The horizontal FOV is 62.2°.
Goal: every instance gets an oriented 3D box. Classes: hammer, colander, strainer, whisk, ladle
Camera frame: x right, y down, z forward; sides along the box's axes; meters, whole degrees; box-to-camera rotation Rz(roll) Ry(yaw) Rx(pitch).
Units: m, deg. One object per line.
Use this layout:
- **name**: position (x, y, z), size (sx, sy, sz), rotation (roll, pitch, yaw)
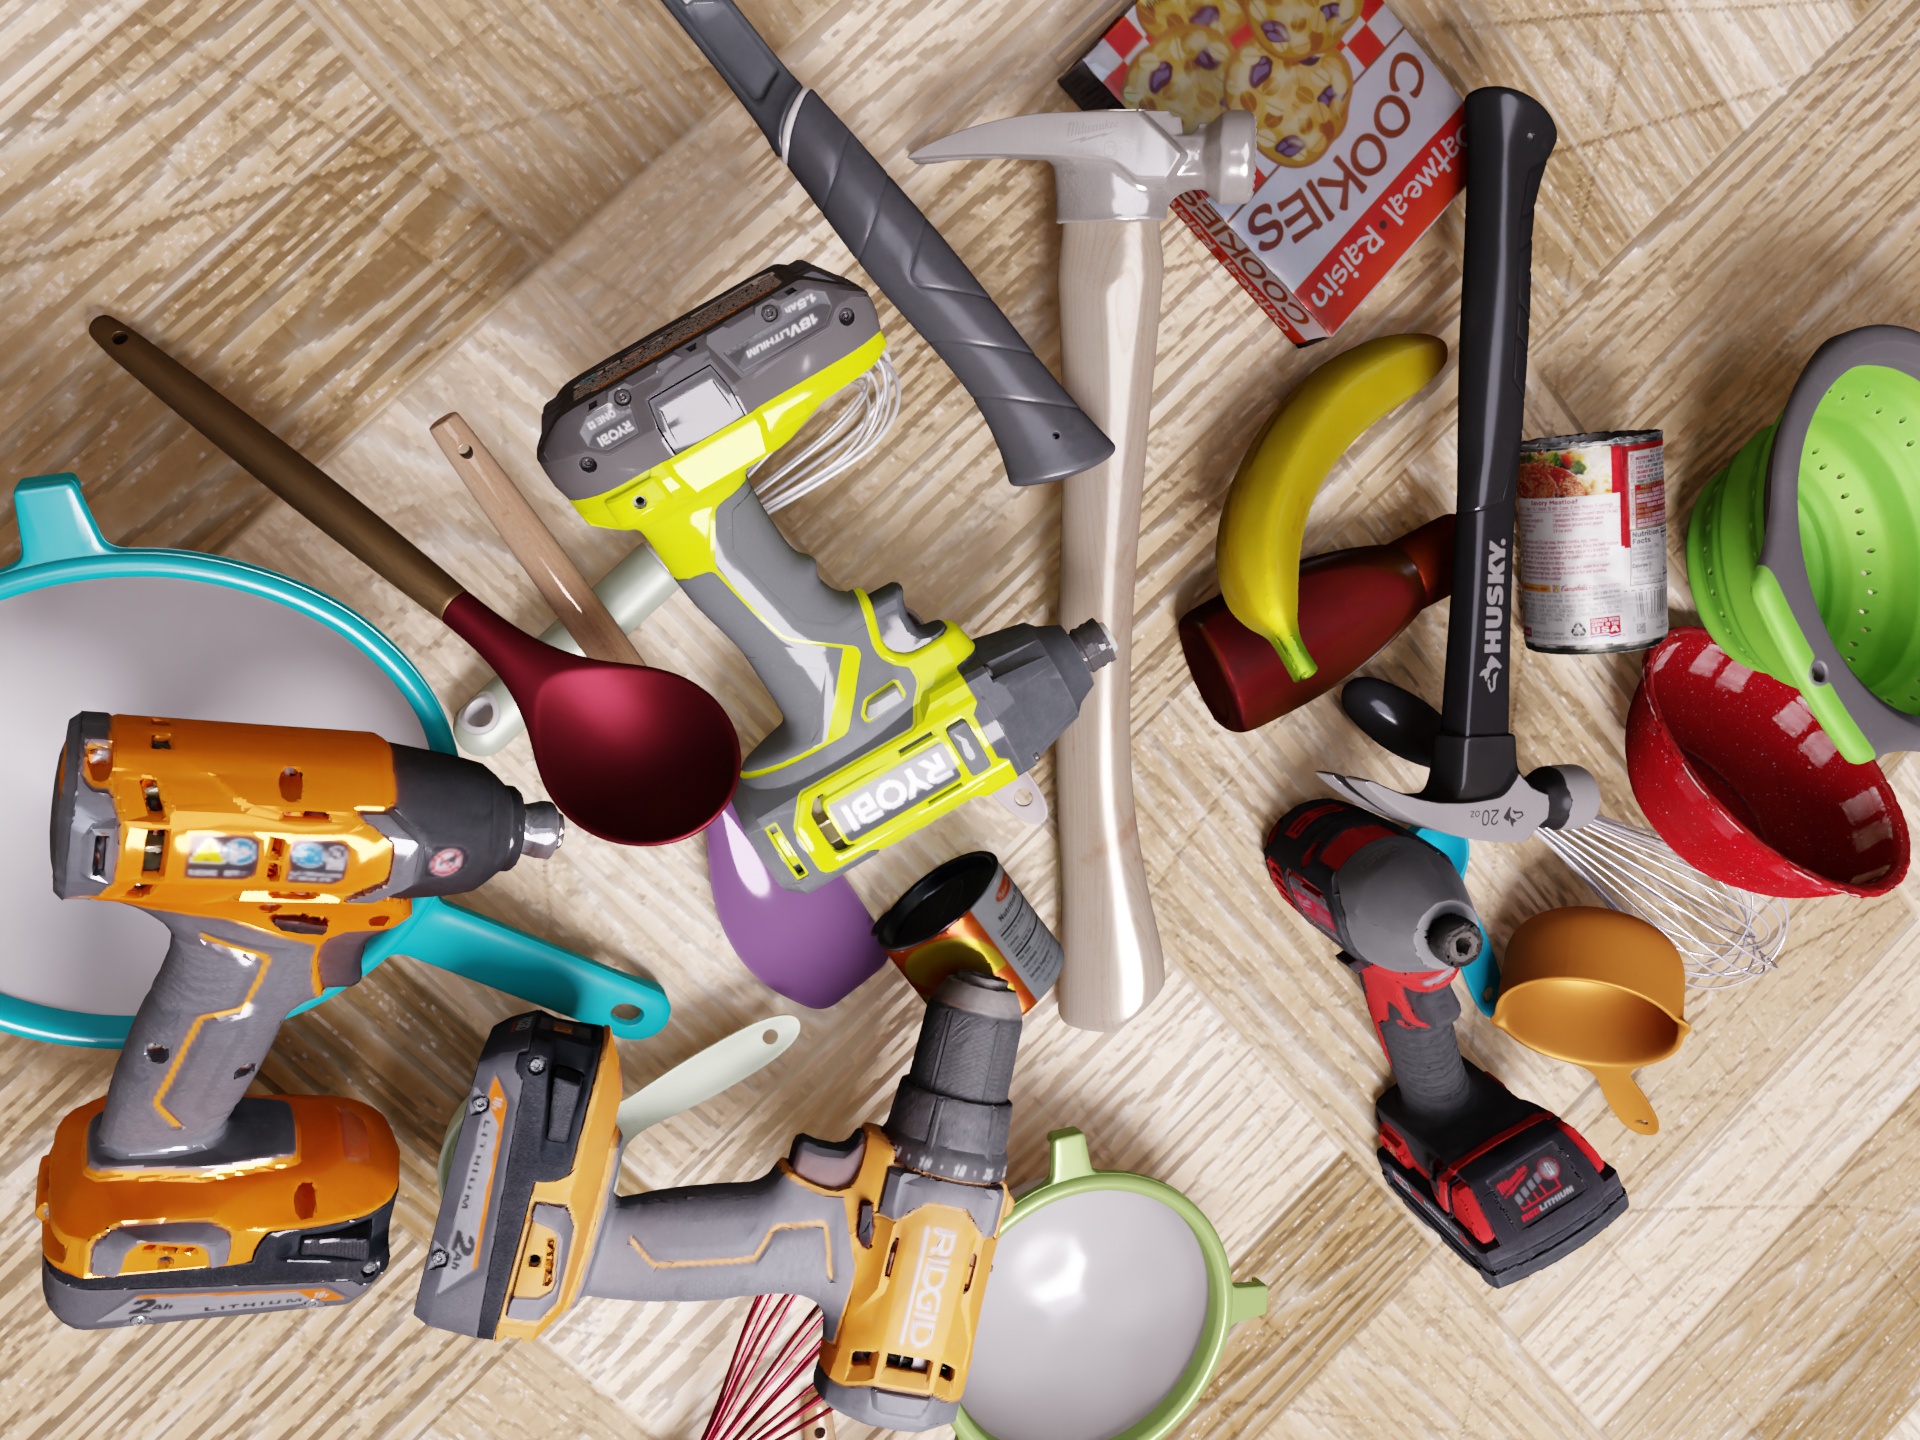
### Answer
- **hammer**: position (0.052, -0.056, 0.716), size (0.146, 0.038, 0.410), rotation (1, 103, 7)
- **hammer**: position (-0.076, -0.258, 0.638), size (0.149, 0.036, 0.409), rotation (-42, 100, -7)
- **colander**: position (0.486, -0.132, 0.819), size (0.397, 0.094, 0.204), rotation (-41, 104, -25)
- **strainer**: position (-0.259, 0.042, 0.637), size (0.340, 0.095, 0.211), rotation (33, 103, -38)
- **whisk**: position (0.306, 0.056, 0.806), size (0.284, 0.070, 0.070), rotation (31, 89, -12)
- **hammer**: position (0.233, -0.111, 0.717), size (0.146, 0.035, 0.335), rotation (-2, 96, -27)
- **whisk**: position (-0.108, 0.332, 0.731), size (0.073, 0.073, 0.296), rotation (38, 92, -17)
- **strainer**: position (0.014, 0.314, 0.755), size (0.151, 0.069, 0.256), rotation (43, 86, -20)
- **whisk**: position (-0.120, -0.072, 0.675), size (0.246, 0.059, 0.058), rotation (-43, 70, -2)
- **ladle**: position (-0.211, -0.058, 0.601), size (0.315, 0.031, 0.069), rotation (38, 69, 6)

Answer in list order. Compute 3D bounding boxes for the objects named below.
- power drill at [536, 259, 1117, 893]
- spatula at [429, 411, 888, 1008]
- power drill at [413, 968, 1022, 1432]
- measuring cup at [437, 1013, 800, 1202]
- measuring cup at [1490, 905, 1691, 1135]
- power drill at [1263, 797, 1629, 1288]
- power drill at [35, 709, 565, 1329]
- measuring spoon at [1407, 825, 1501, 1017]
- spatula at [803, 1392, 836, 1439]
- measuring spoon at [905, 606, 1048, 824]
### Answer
- **power drill**: position (-0.048, -0.059, 0.634), size (0.171, 0.080, 0.223), rotation (-30, 114, -2)
- **spatula**: position (-0.124, 0.008, 0.671), size (0.060, 0.018, 0.315), rotation (-36, 118, -10)
- **power drill**: position (-0.087, 0.178, 0.651), size (0.226, 0.084, 0.185), rotation (15, 87, -11)
- **measuring cup**: position (-0.149, 0.170, 0.706), size (0.167, 0.038, 0.083), rotation (-27, 104, -12)
- **measuring cup**: position (0.339, 0.157, 0.829), size (0.173, 0.095, 0.052), rotation (50, 47, -39)
- **power drill**: position (0.226, 0.147, 0.752), size (0.078, 0.143, 0.219), rotation (-29, 107, -7)
- **power drill**: position (-0.241, 0.106, 0.577), size (0.164, 0.084, 0.226), rotation (5, 115, -29)
- **measuring spoon**: position (0.253, 0.102, 0.820), size (0.042, 0.021, 0.128), rotation (-34, 115, -15)
- **spatula**: position (-0.054, 0.481, 0.774), size (0.082, 0.044, 0.317), rotation (-6, 99, -11)
- **measuring spoon**: position (-0.001, -0.002, 0.721), size (0.034, 0.018, 0.124), rotation (-38, 97, 15)
